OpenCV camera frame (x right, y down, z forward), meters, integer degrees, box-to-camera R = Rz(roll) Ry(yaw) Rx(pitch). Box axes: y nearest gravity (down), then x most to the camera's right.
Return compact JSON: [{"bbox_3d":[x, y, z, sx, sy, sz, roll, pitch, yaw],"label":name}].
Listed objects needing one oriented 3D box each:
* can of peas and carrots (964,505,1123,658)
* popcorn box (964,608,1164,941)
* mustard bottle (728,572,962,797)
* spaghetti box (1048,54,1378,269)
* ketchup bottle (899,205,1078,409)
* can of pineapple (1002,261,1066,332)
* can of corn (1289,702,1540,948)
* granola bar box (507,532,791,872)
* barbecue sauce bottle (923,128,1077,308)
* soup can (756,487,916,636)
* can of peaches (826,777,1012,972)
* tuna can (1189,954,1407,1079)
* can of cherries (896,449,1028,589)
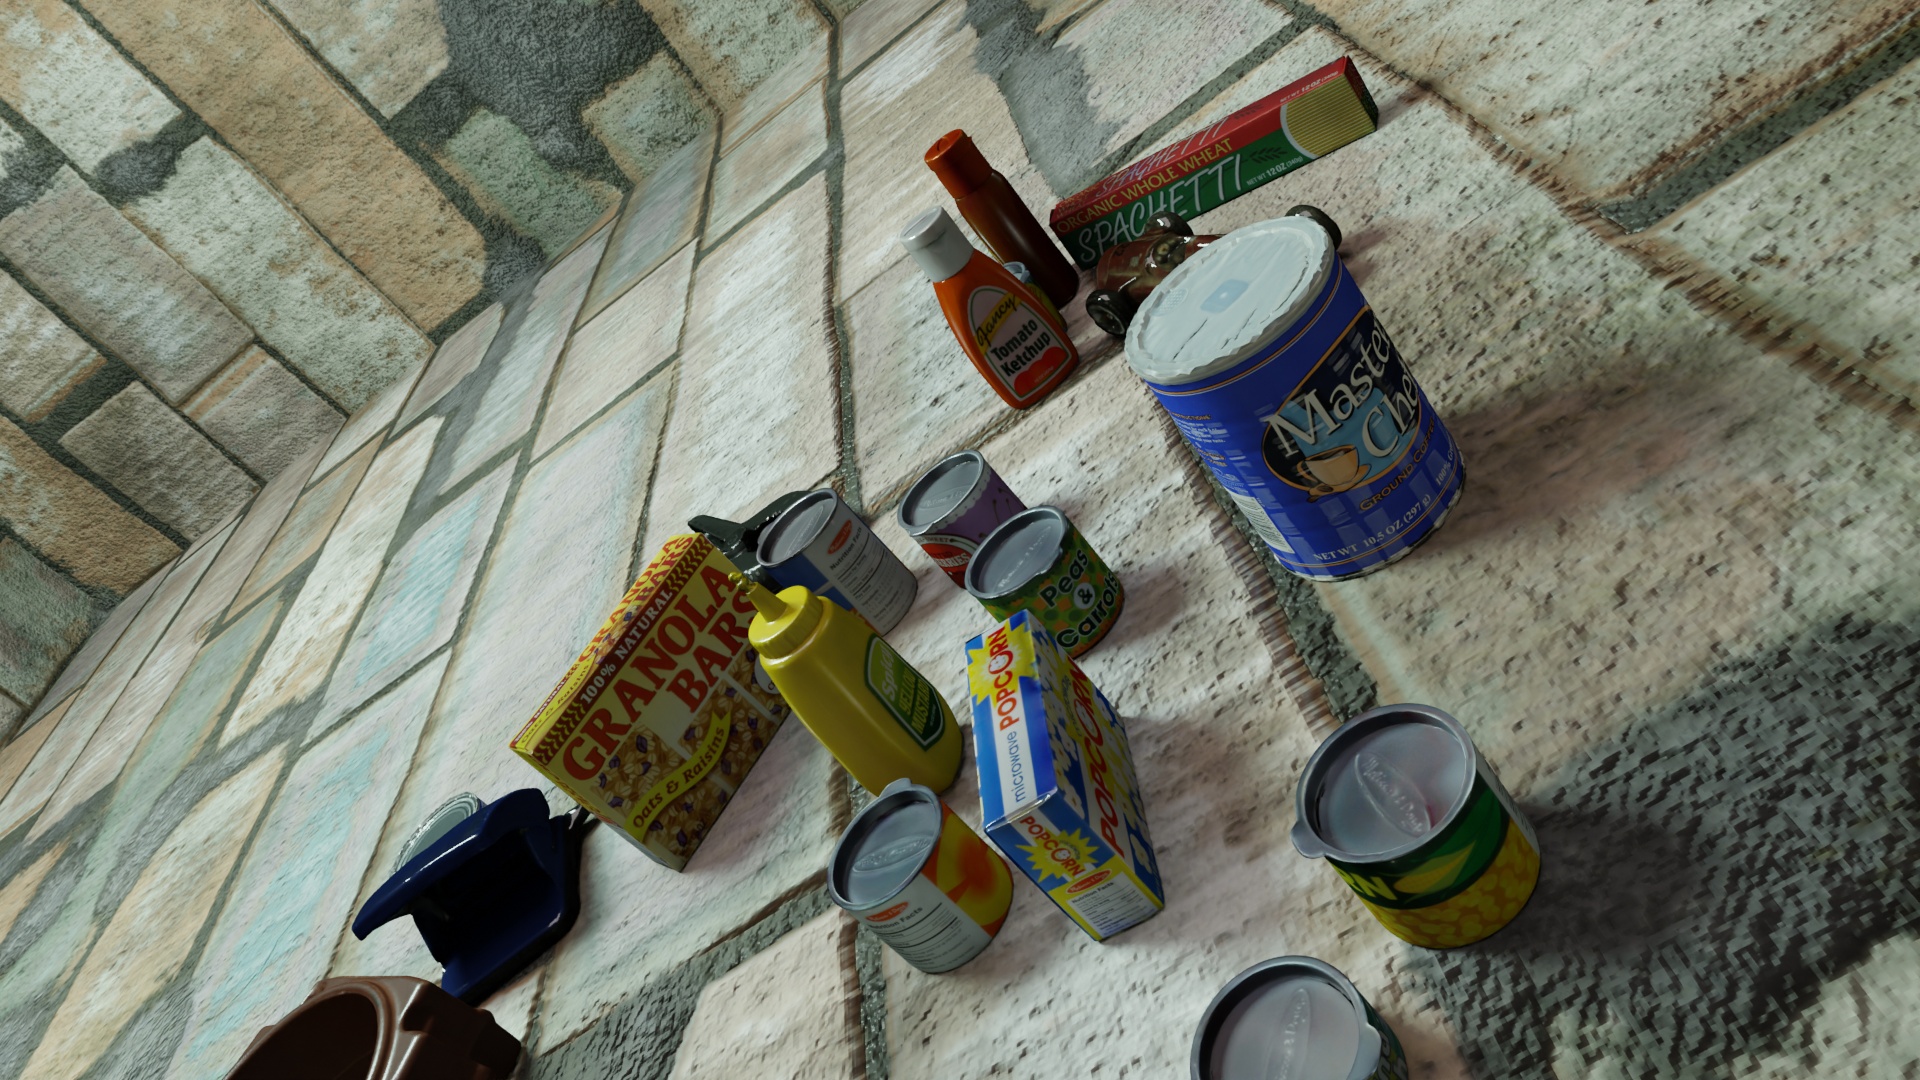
[{"bbox_3d":[0.047,0.024,0.746,0.071,0.058,0.071,-31,30,20],"label":"can of peas and carrots"},{"bbox_3d":[0.043,0.101,0.614,0.038,0.085,0.127,-33,29,16],"label":"popcorn box"},{"bbox_3d":[-0.062,0.070,0.710,0.048,0.160,0.066,-29,30,23],"label":"mustard bottle"},{"bbox_3d":[0.176,-0.268,1.008,0.249,0.050,0.029,-20,35,35],"label":"spaghetti box"},{"bbox_3d":[0.016,-0.162,0.953,0.064,0.148,0.044,-40,28,3],"label":"ketchup bottle"},{"bbox_3d":[0.038,-0.162,1.024,0.071,0.057,0.071,-31,30,20],"label":"can of pineapple"},{"bbox_3d":[0.160,0.103,0.493,0.071,0.058,0.071,-31,30,20],"label":"can of corn"},{"bbox_3d":[-0.175,0.097,0.852,0.039,0.124,0.166,-3,46,50],"label":"granola bar box"},{"bbox_3d":[0.031,-0.241,1.047,0.043,0.148,0.065,-33,29,17],"label":"barbecue sauce bottle"},{"bbox_3d":[-0.080,0.018,0.888,0.071,0.083,0.072,-31,30,20],"label":"soup can"},{"bbox_3d":[-0.018,0.155,0.643,0.071,0.058,0.071,-31,30,20],"label":"can of peaches"},{"bbox_3d":[0.116,0.178,0.469,0.071,0.032,0.071,-31,30,20],"label":"tuna can"},{"bbox_3d":[0.003,-0.011,0.852,0.071,0.058,0.072,-31,30,20],"label":"can of cherries"}]
